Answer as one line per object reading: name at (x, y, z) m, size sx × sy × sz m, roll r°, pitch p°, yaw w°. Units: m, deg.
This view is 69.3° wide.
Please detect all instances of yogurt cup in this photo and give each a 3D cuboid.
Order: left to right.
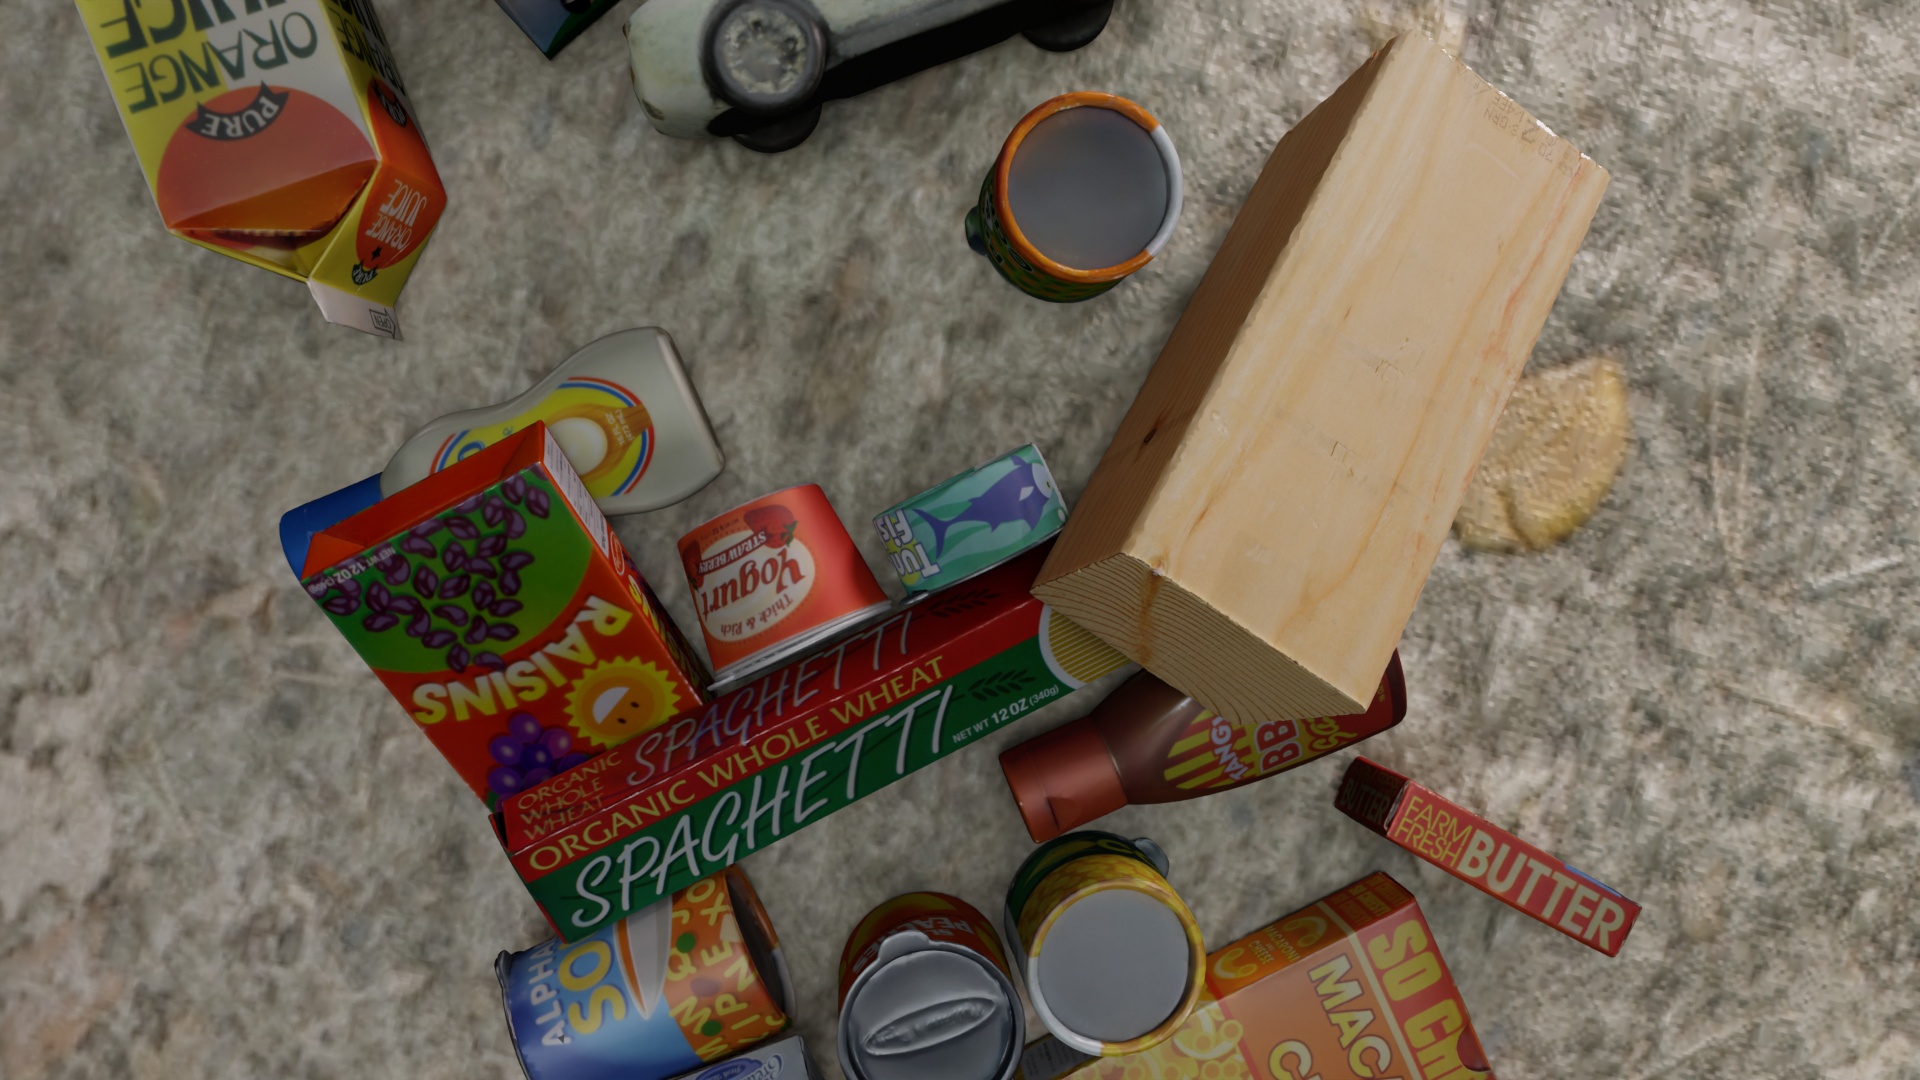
yogurt cup at (-0.065, 0.014, 0.494) m, size 0.072 × 0.072 × 0.054 m, roll -24°, pitch 87°, yaw -3°

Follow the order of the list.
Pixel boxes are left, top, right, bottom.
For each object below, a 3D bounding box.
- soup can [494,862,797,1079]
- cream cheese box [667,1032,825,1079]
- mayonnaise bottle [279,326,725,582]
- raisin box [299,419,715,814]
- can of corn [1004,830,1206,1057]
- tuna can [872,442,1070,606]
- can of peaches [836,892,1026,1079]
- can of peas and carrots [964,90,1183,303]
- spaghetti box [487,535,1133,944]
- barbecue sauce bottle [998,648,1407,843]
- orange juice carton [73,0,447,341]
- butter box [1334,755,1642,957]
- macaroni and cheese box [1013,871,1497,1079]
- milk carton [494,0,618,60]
soup can at (-0.110, 0.158, 0.494) m, size 0.084 × 0.071 × 0.071 m, roll -25°, pitch 95°, yaw -4°
cream cheese box at (-0.067, 0.218, 0.496) m, size 0.053 × 0.024 × 0.103 m, roll -19°, pitch 133°, yaw -5°
mayonnaise bottle at (-0.162, -0.022, 0.494) m, size 0.148 × 0.041 × 0.064 m, roll -23°, pitch 100°, yaw -4°
raisin box at (-0.149, 0.033, 0.475) m, size 0.086 × 0.040 × 0.123 m, roll -28°, pitch 120°, yaw -3°
can of corn at (0.054, 0.146, 0.513) m, size 0.071 × 0.058 × 0.071 m, roll 0°, pitch 94°, yaw -5°
tuna can at (0.002, -0.006, 0.496) m, size 0.071 × 0.071 × 0.033 m, roll -26°, pitch 94°, yaw -3°
can of peaches at (-0.013, 0.167, 0.509) m, size 0.071 × 0.058 × 0.071 m, roll 0°, pitch 93°, yaw -4°
can of peas and carrots at (0.039, -0.121, 0.498) m, size 0.071 × 0.059 × 0.071 m, roll 0°, pitch 93°, yaw -5°
spaghetti box at (-0.037, 0.063, 0.492) m, size 0.250 × 0.029 × 0.050 m, roll -25°, pitch 125°, yaw -11°
barbecue sauce bottle at (0.089, 0.067, 0.517) m, size 0.149 × 0.044 × 0.064 m, roll -22°, pitch 118°, yaw -3°
orange juice carton at (-0.235, -0.160, 0.465) m, size 0.073 × 0.072 × 0.192 m, roll -20°, pitch 94°, yaw -3°
butter box at (0.197, 0.119, 0.527) m, size 0.103 × 0.053 × 0.024 m, roll 28°, pitch 89°, yaw -6°
macaroni and cheese box at (0.120, 0.221, 0.532) m, size 0.166 × 0.040 × 0.123 m, roll -25°, pitch 96°, yaw -3°
milk carton at (-0.138, -0.217, 0.411) m, size 0.073 × 0.190 × 0.072 m, roll -41°, pitch 96°, yaw -1°
